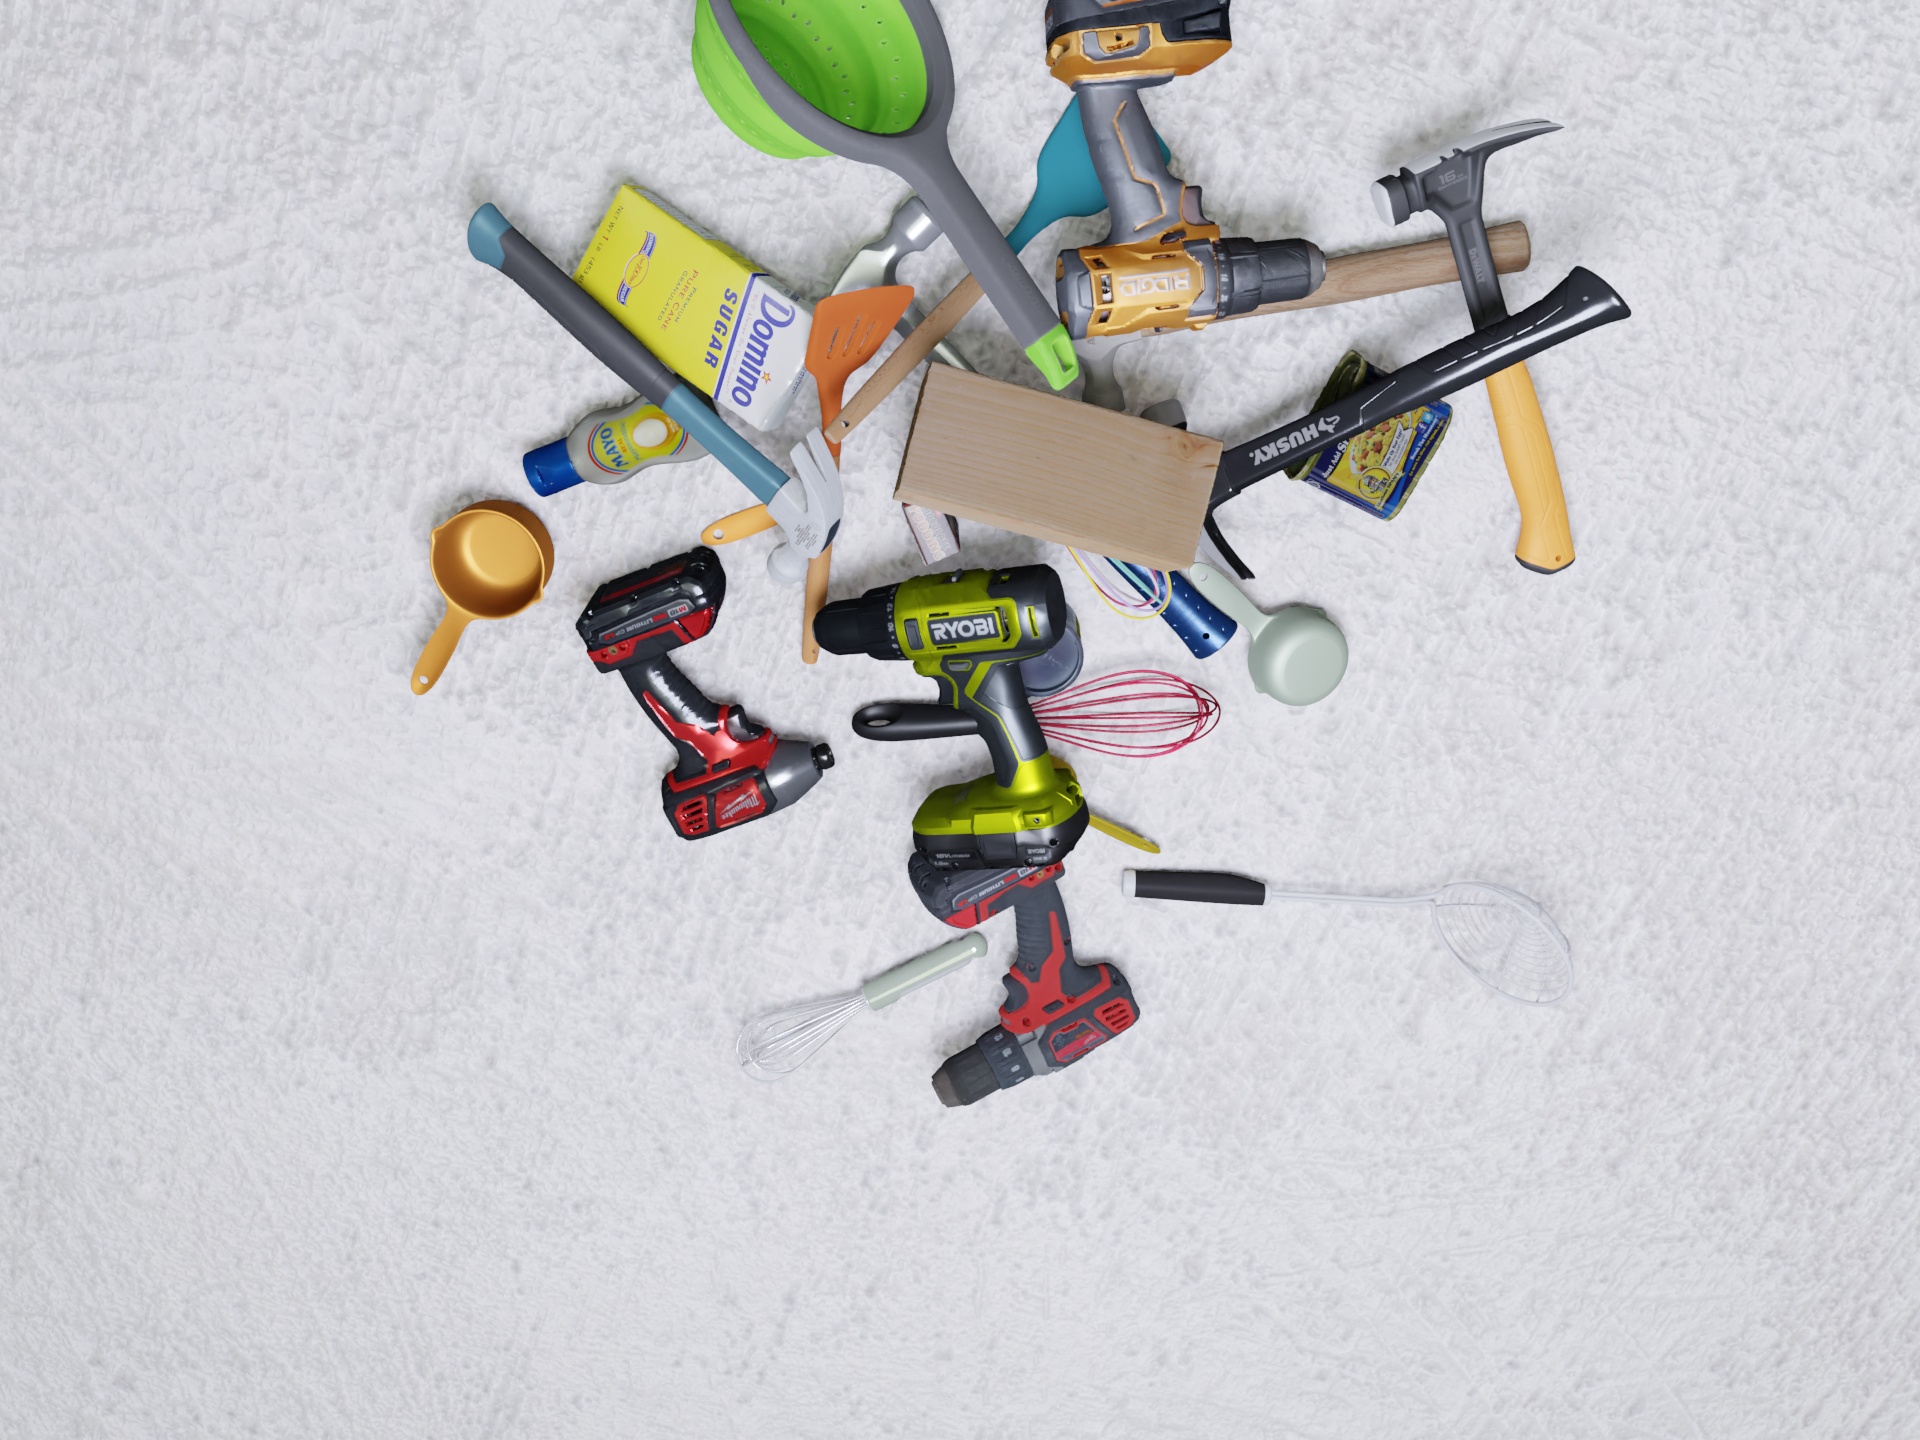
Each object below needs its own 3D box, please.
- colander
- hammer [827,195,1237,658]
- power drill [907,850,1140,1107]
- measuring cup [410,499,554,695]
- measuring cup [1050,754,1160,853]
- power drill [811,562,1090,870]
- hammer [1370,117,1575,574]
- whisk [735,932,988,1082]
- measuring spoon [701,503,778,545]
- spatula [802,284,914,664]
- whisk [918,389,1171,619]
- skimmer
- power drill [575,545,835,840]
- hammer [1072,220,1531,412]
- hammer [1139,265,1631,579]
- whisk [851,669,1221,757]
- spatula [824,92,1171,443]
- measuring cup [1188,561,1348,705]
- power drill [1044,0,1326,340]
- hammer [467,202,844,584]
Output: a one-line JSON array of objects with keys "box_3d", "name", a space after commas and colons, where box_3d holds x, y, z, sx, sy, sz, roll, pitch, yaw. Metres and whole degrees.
[{"box_3d": [-0.062, -0.376, 1.062, 0.094, 0.204, 0.397, -26, 104, 44], "name": "colander"}, {"box_3d": [0.057, -0.193, 1.201, 0.144, 0.035, 0.405, -42, 106, 16], "name": "hammer"}, {"box_3d": [0.032, 0.205, 1.322, 0.188, 0.080, 0.226, -27, 113, -8], "name": "power drill"}, {"box_3d": [-0.382, -0.095, 1.244, 0.095, 0.052, 0.173, 32, 111, -11], "name": "measuring cup"}, {"box_3d": [0.107, 0.068, 1.310, 0.156, 0.062, 0.029, 28, 66, -24], "name": "measuring cup"}, {"box_3d": [-0.002, -0.004, 1.207, 0.190, 0.080, 0.228, -5, 114, 21], "name": "power drill"}, {"box_3d": [0.399, -0.254, 1.144, 0.127, 0.034, 0.336, -23, 119, 5], "name": "hammer"}, {"box_3d": [-0.086, 0.246, 1.380, 0.246, 0.057, 0.059, -27, 79, 7], "name": "whisk"}, {"box_3d": [-0.148, -0.158, 1.232, 0.117, 0.011, 0.021, -19, 111, 9], "name": "measuring spoon"}, {"box_3d": [-0.094, -0.173, 1.179, 0.081, 0.041, 0.322, -18, 133, -33], "name": "spatula"}, {"box_3d": [0.063, -0.161, 1.172, 0.245, 0.051, 0.047, 41, 113, -11], "name": "whisk"}, {"box_3d": [0.315, 0.173, 1.315, 0.363, 0.090, 0.127, 4, 144, 2], "name": "skimmer"}, {"box_3d": [-0.199, -0.017, 1.260, 0.143, 0.079, 0.219, -19, 113, 9], "name": "power drill"}, {"box_3d": [0.241, -0.314, 1.145, 0.331, 0.031, 0.130, -10, 106, 3], "name": "hammer"}, {"box_3d": [0.294, -0.217, 1.107, 0.335, 0.035, 0.146, -23, 85, 29], "name": "hammer"}, {"box_3d": [0.058, -0.002, 1.270, 0.296, 0.073, 0.073, -2, 112, 8], "name": "whisk"}, {"box_3d": [0.016, -0.312, 1.113, 0.082, 0.044, 0.317, 44, 81, -15], "name": "spatula"}, {"box_3d": [0.235, -0.069, 1.218, 0.167, 0.038, 0.083, 35, 98, -32], "name": "measuring cup"}, {"box_3d": [0.150, -0.379, 1.077, 0.185, 0.084, 0.226, -7, 101, -3], "name": "power drill"}, {"box_3d": [-0.216, -0.238, 1.127, 0.331, 0.033, 0.128, 42, 143, -6], "name": "hammer"}]
